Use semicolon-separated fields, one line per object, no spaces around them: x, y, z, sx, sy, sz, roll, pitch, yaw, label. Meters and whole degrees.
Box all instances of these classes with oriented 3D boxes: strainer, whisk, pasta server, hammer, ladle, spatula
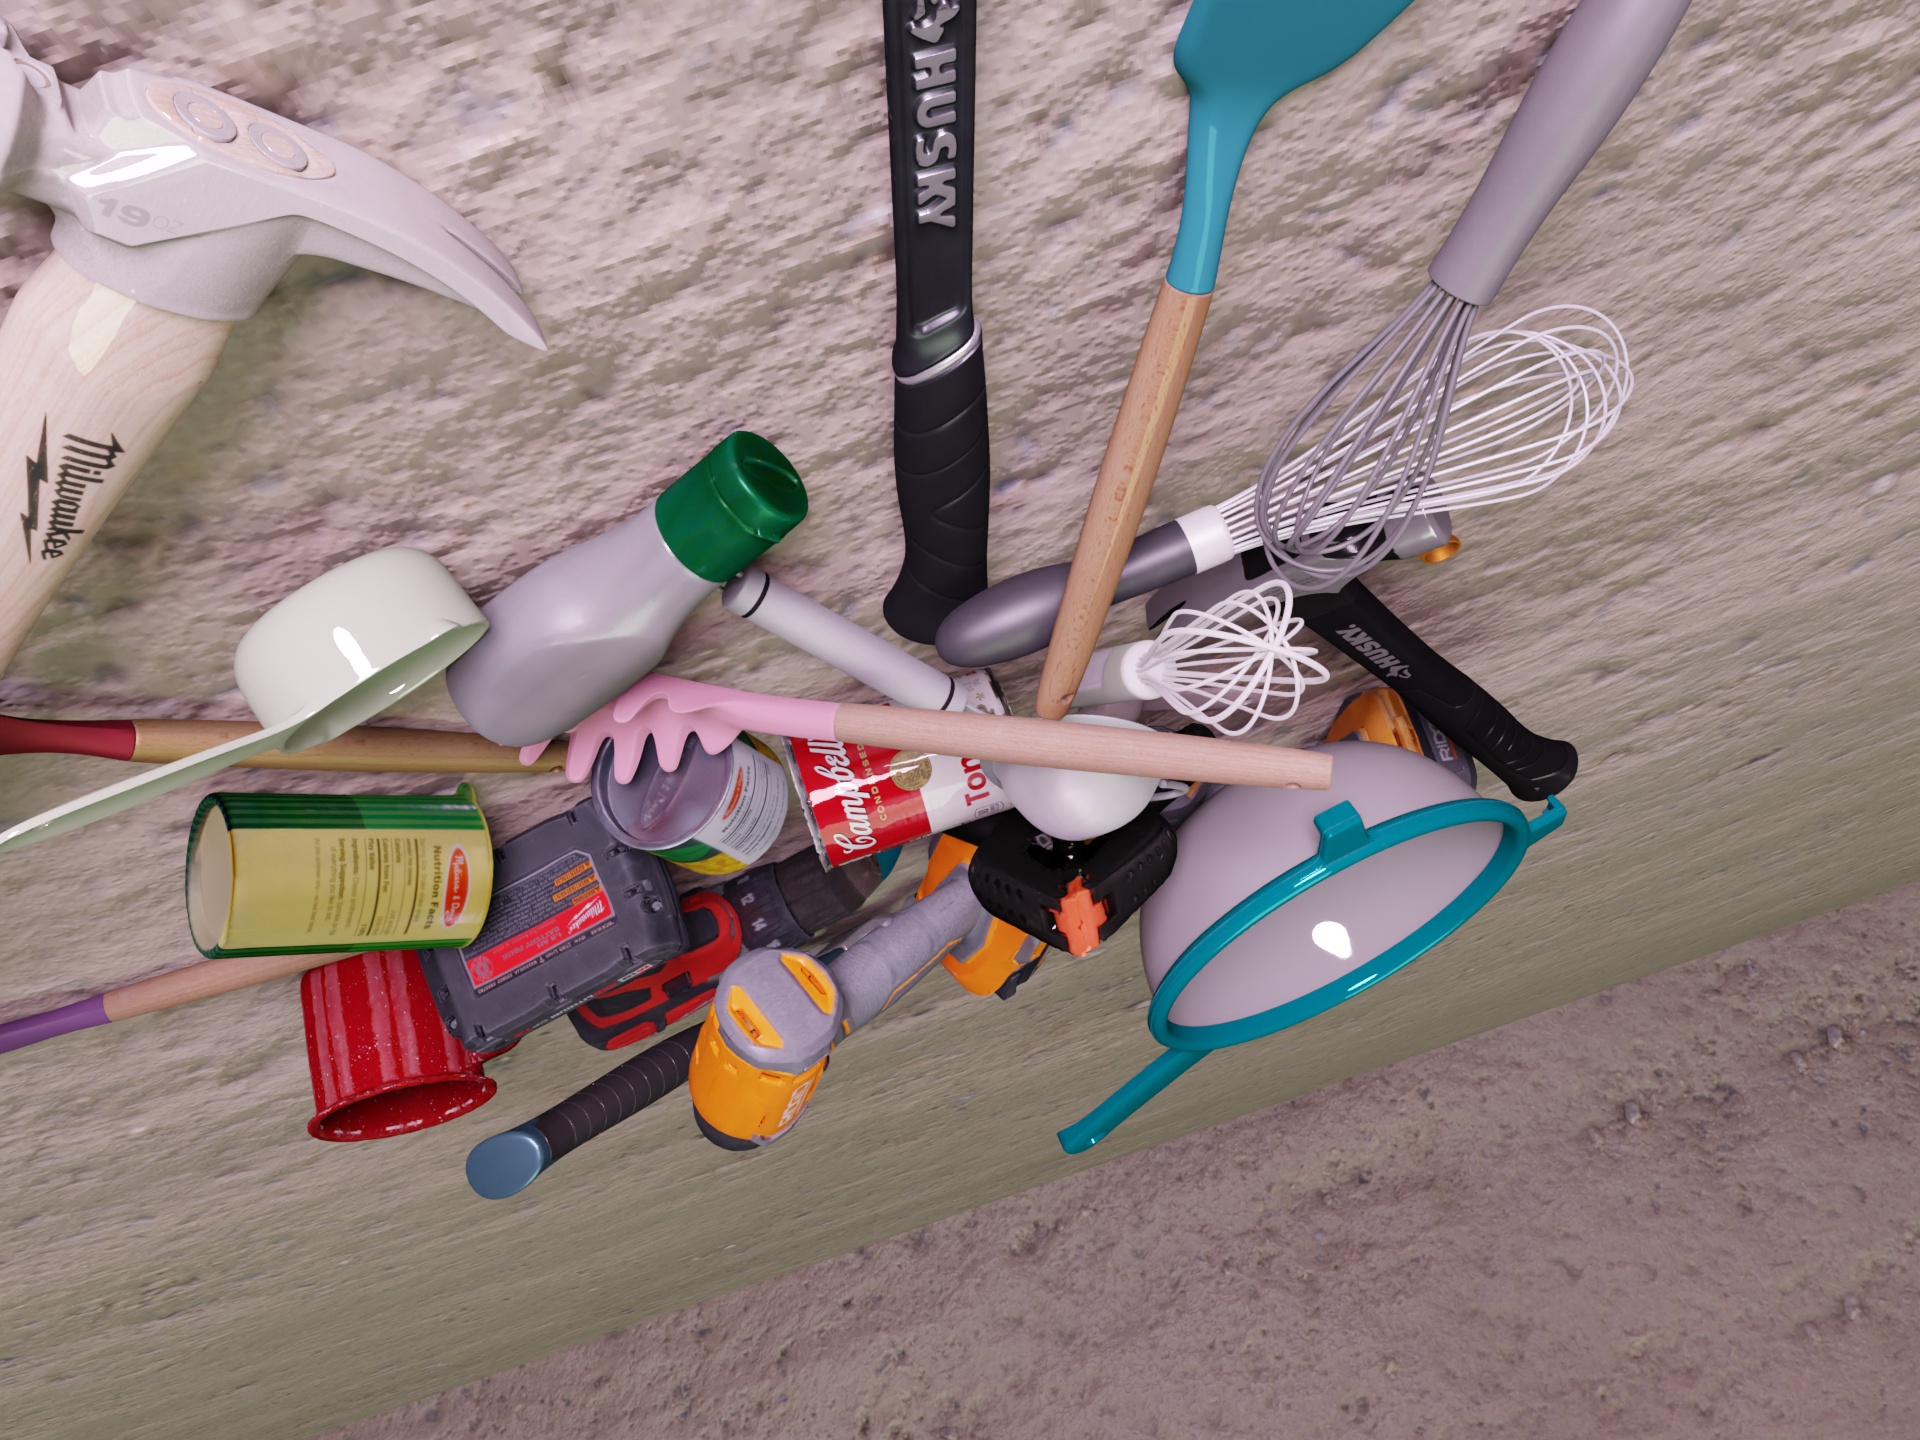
-0.001;-0.002;0.645;0.258;0.050;0.087;29;142;-29;strainer
0.122;-0.080;0.604;0.284;0.070;0.070;-23;157;0;whisk
-0.021;0.011;0.603;0.316;0.040;0.060;6;159;12;pasta server
0.138;0.114;0.844;0.211;0.095;0.340;1;141;-41;strainer
0.226;-0.018;0.788;0.146;0.035;0.334;-21;150;32;hammer
-0.271;0.008;0.570;0.315;0.031;0.069;4;147;-46;ladle
-0.139;0.179;0.902;0.128;0.033;0.331;-31;176;35;hammer
-0.285;-0.008;0.450;0.410;0.038;0.146;-40;151;28;hammer
0.159;-0.137;0.501;0.055;0.055;0.238;-4;137;-32;whisk
0.068;-0.107;0.494;0.082;0.044;0.317;-12;140;-26;spatula
-0.382;0.130;0.765;0.316;0.018;0.060;-16;175;-8;spatula
0.079;-0.021;0.651;0.059;0.058;0.246;18;174;-13;whisk
-0.003;-0.125;0.469;0.149;0.036;0.408;-17;158;-7;hammer

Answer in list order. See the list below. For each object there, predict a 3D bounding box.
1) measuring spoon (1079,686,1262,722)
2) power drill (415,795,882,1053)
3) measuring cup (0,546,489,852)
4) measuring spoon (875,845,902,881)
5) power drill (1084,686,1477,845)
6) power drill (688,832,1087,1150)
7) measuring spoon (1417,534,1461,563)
0.118;-0.005;0.848;0.124;0.018;0.034;-4;152;-32;measuring spoon
-0.146;0.101;0.801;0.188;0.080;0.226;-28;163;4;power drill
-0.215;-0.009;0.473;0.083;0.038;0.167;-32;-177;37;measuring cup
-0.037;0.075;0.900;0.042;0.021;0.128;-10;154;-20;measuring spoon
0.166;0.056;0.949;0.226;0.084;0.185;-8;155;-15;power drill
-0.046;0.142;0.846;0.226;0.084;0.164;-30;158;-35;power drill
0.191;-0.088;0.736;0.116;0.011;0.021;5;148;-37;measuring spoon
